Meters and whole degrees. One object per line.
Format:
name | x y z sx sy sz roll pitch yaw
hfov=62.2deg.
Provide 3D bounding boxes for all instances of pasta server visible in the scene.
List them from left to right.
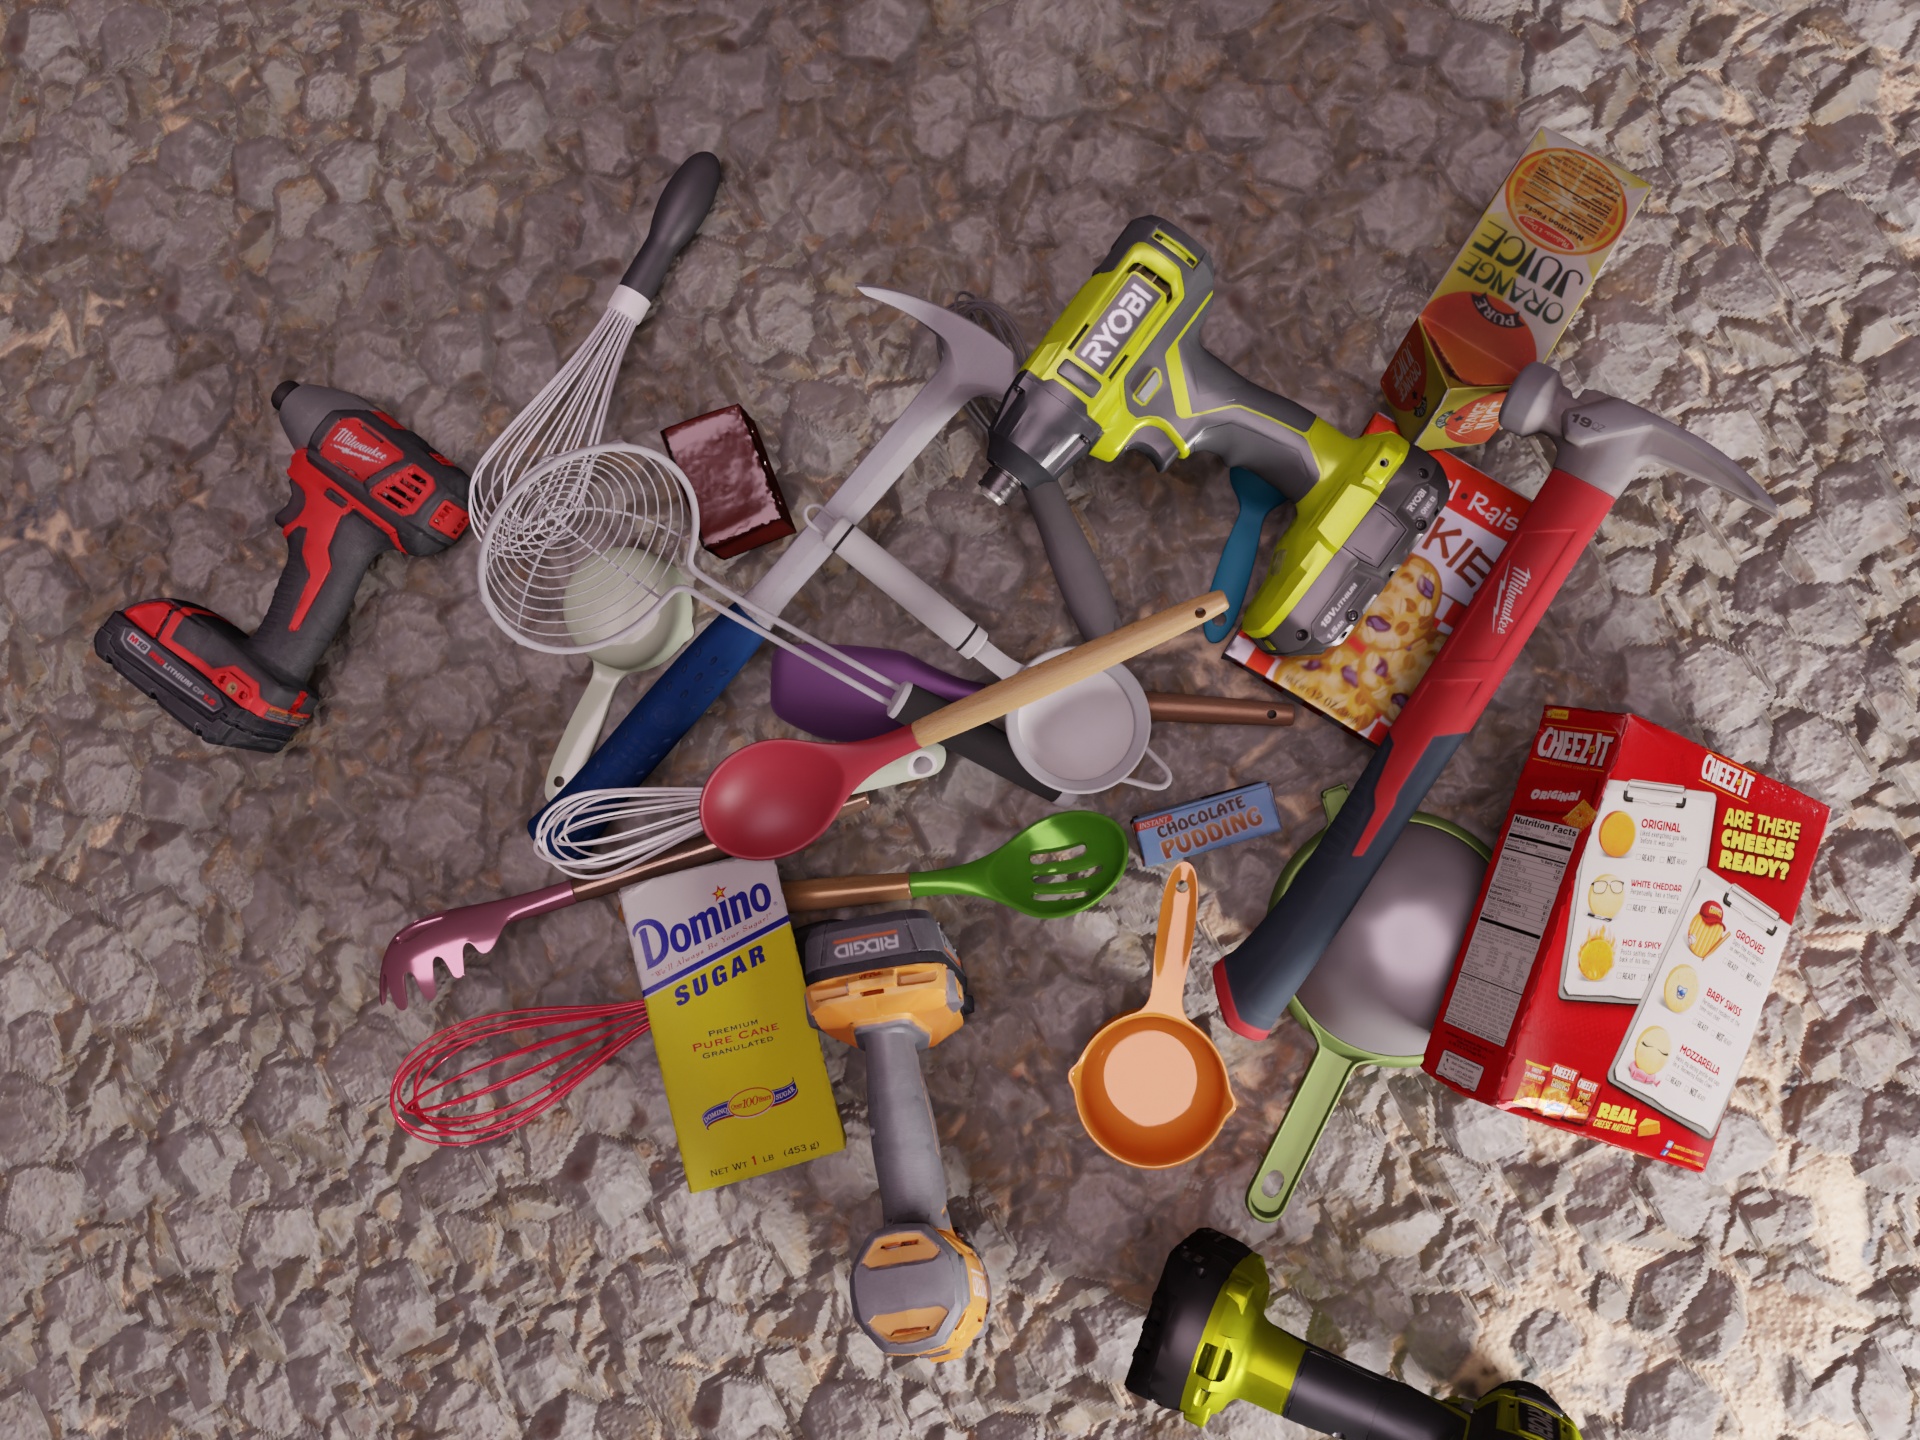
pasta server | -0.204 0.101 0.961 0.316 0.060 0.040 -18 112 -2

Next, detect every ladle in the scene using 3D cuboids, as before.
ladle | -0.001 -0.003 0.869 0.315 0.031 0.069 -24 108 14

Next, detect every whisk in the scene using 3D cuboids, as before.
whisk | -0.221 -0.229 0.981 0.070 0.070 0.284 26 85 7
whisk | -0.199 0.180 0.952 0.296 0.073 0.073 -21 84 -3
whisk | -0.127 0.045 0.935 0.246 0.059 0.057 -13 119 -11
whisk | 0.045 -0.146 0.952 0.055 0.055 0.239 -23 88 4

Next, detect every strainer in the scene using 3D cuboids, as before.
strainer | 0.013 -0.041 0.910 0.258 0.050 0.087 39 73 -8
strainer | 0.227 0.172 0.899 0.151 0.069 0.256 27 88 7

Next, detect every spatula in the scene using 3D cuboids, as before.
spatula | 0.040 -0.011 0.956 0.316 0.018 0.060 3 97 7

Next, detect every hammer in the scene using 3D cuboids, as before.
hammer | -0.119 -0.074 0.930 0.144 0.035 0.405 40 102 -15
hammer | 0.260 0.014 0.839 0.143 0.038 0.386 35 103 24

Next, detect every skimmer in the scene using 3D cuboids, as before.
skimmer | -0.085 -0.031 0.880 0.363 0.090 0.127 29 104 -13

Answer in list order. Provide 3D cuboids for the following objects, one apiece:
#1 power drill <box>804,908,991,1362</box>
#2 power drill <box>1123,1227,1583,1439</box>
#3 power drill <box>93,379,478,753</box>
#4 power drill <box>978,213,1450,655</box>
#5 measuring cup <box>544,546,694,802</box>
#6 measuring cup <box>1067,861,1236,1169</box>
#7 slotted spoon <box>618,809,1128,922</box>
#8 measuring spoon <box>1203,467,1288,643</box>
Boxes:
power drill | -0.024 0.238 0.890 0.084 0.185 0.226 -11 66 5
power drill | 0.218 0.356 0.847 0.228 0.190 0.080 19 89 21
power drill | -0.416 -0.100 0.982 0.143 0.078 0.219 37 88 7
power drill | 0.133 -0.140 0.866 0.223 0.080 0.171 37 91 -3
measuring cup | -0.223 -0.028 0.973 0.083 0.038 0.167 22 87 7
measuring cup | 0.117 0.168 0.921 0.095 0.052 0.174 9 85 6
slotted spoon | -0.054 0.099 0.953 0.314 0.031 0.070 -7 54 8
measuring spoon | 0.169 -0.108 0.947 0.042 0.021 0.128 17 87 7
